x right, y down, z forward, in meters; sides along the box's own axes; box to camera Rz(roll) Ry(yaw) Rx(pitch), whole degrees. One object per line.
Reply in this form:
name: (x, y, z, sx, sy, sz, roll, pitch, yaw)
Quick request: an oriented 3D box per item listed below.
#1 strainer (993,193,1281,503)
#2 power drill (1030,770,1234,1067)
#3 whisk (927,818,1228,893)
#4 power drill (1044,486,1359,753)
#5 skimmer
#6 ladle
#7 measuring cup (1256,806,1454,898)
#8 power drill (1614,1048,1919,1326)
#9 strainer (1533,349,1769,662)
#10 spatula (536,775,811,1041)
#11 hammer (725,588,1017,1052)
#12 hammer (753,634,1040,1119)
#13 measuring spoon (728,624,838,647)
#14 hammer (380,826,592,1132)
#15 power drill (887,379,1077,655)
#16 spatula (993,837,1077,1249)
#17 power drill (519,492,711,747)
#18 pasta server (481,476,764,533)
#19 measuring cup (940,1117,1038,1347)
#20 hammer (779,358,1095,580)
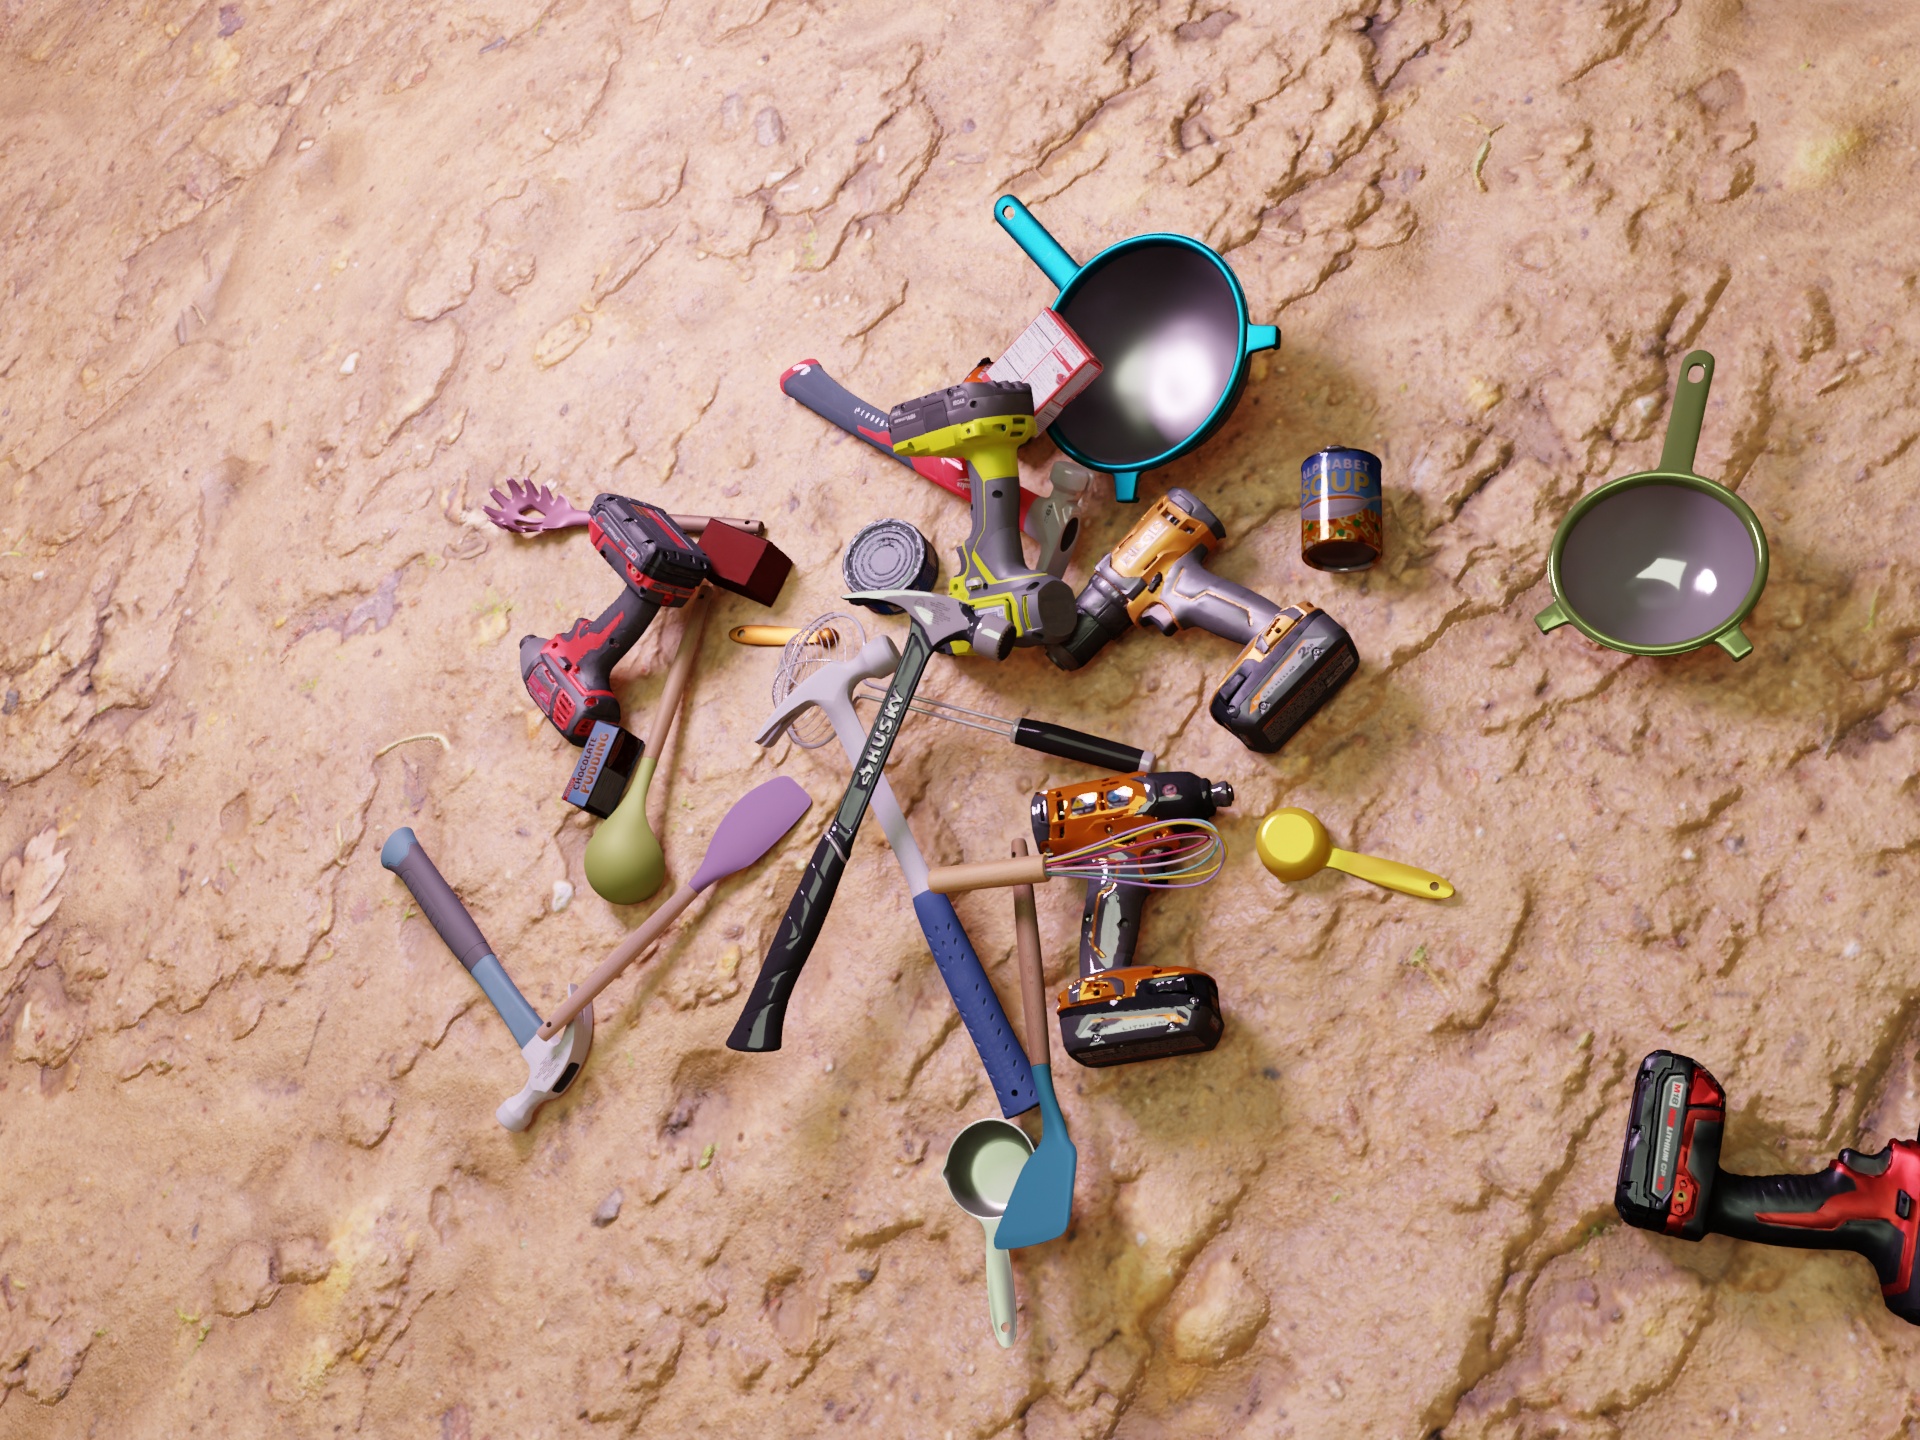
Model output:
strainer: (0.143, -0.356, 1.429, 0.211, 0.095, 0.341, -47, 58, 21)
power drill: (0.145, 0.146, 1.253, 0.164, 0.084, 0.227, -13, 62, 17)
whisk: (0.087, 0.108, 1.229, 0.245, 0.047, 0.051, -9, 60, 22)
power drill: (0.191, -0.069, 1.319, 0.185, 0.084, 0.226, -46, 57, 2)
skimmer: (-0.002, -0.004, 1.395, 0.363, 0.090, 0.127, 15, 87, 15)
ladle: (-0.280, 0.019, 1.497, 0.078, 0.062, 0.320, 7, 66, 16)
measuring cup: (0.303, 0.108, 1.231, 0.157, 0.029, 0.062, 16, 77, 28)
power drill: (0.562, 0.278, 1.041, 0.227, 0.080, 0.188, 11, 75, 22)
strainer: (0.542, -0.157, 1.217, 0.151, 0.069, 0.256, 11, 74, 27)
spatula: (-0.259, 0.167, 1.421, 0.316, 0.018, 0.060, -45, 60, -9)
hammer: (-0.098, 0.083, 1.300, 0.149, 0.036, 0.409, 23, 88, 20)
hammer: (-0.038, 0.135, 1.309, 0.144, 0.035, 0.406, -29, 74, 11)
measuring spoon: (-0.170, -0.081, 1.501, 0.117, 0.011, 0.021, 3, 72, 23)
hammer: (-0.454, 0.220, 1.486, 0.128, 0.033, 0.331, -46, 61, 1)
power drill: (0.009, -0.168, 1.368, 0.171, 0.080, 0.223, -6, 93, 47)
spatula: (0.052, 0.240, 1.226, 0.082, 0.044, 0.318, -31, 55, 45)
power drill: (-0.343, -0.098, 1.515, 0.143, 0.078, 0.219, 45, 110, 32)
pasta server: (-0.341, -0.206, 1.603, 0.316, 0.040, 0.060, 6, 62, 22)
measuring cup: (0.033, 0.393, 1.226, 0.083, 0.038, 0.168, -12, 68, 17)
hammer: (-0.042, -0.235, 1.483, 0.387, 0.038, 0.143, 34, 115, 35)
